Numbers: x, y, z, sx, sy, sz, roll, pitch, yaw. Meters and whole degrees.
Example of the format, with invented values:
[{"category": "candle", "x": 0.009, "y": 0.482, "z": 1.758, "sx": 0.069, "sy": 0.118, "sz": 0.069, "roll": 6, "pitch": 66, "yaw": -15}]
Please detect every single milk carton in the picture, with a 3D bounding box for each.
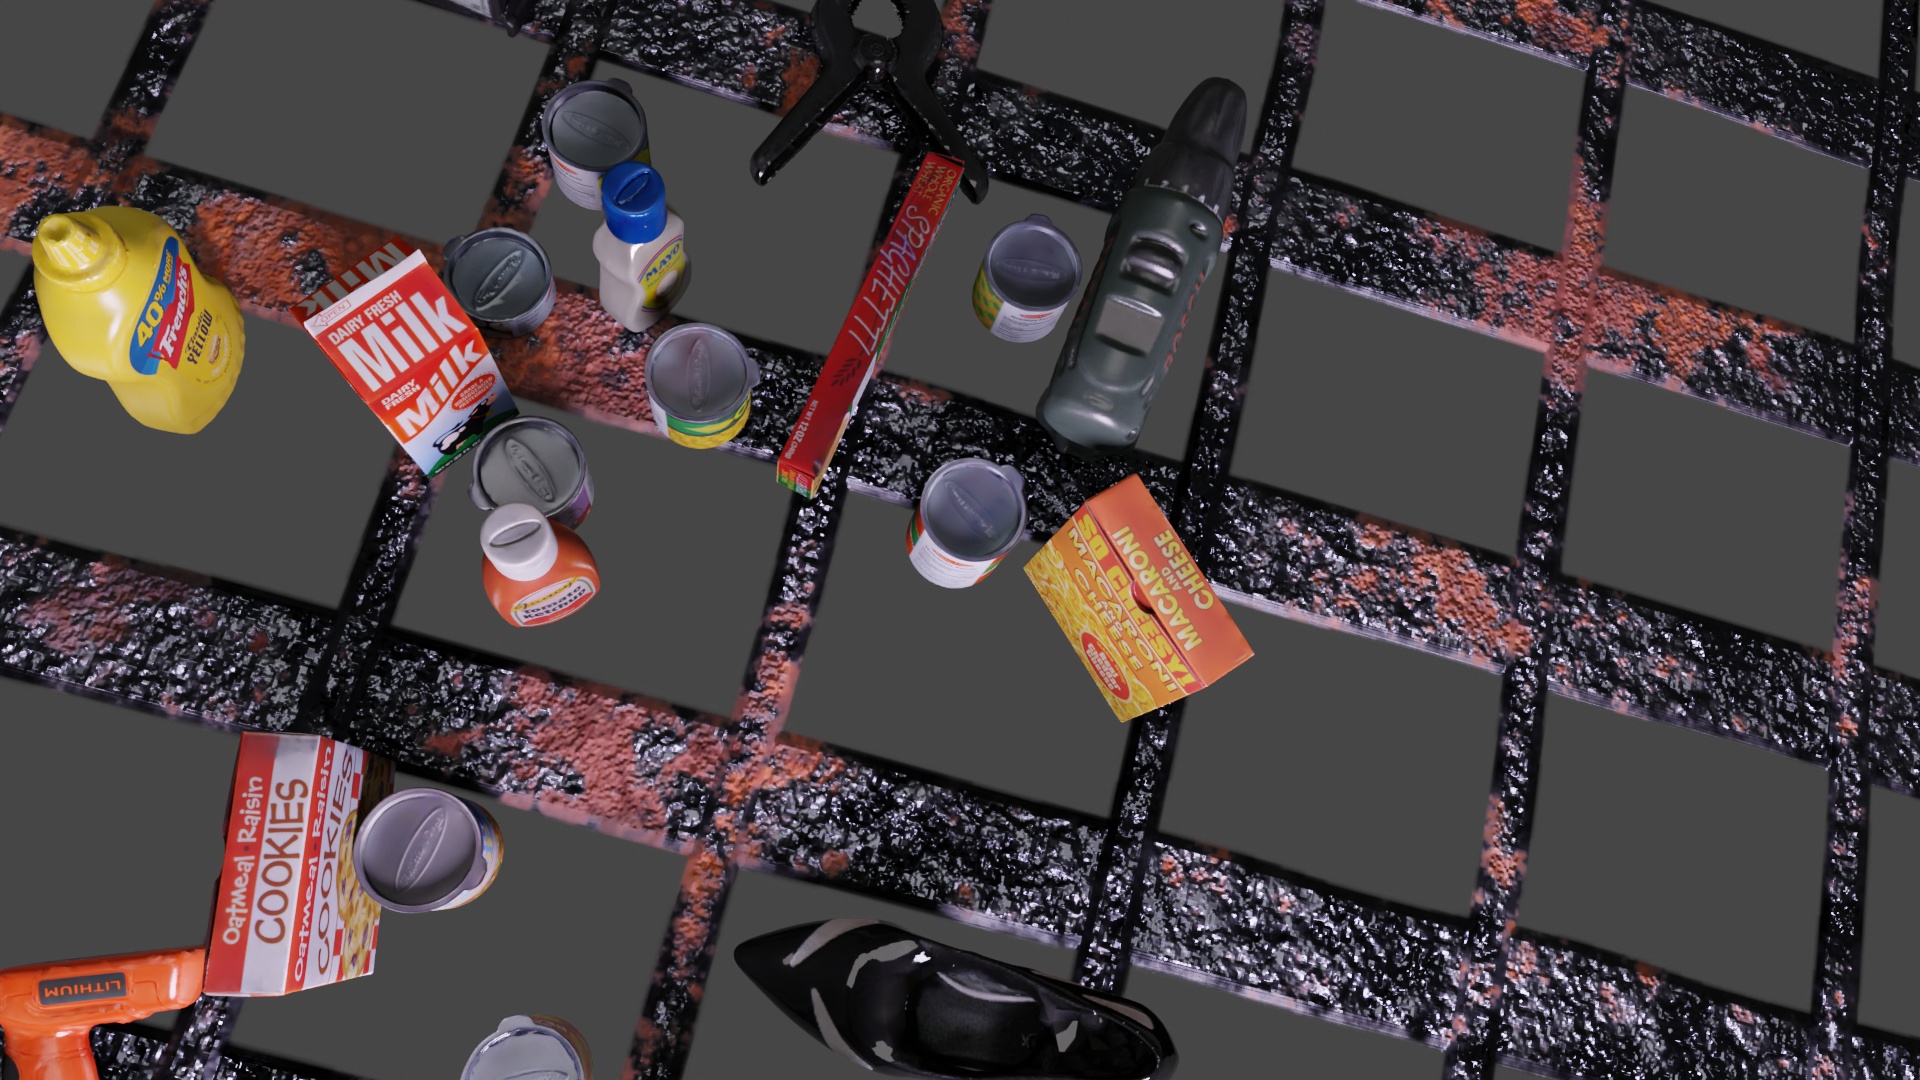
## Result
[{"category": "milk carton", "x": -0.319, "y": -0.108, "z": 0.800, "sx": 0.072, "sy": 0.190, "sz": 0.073, "roll": -40, "pitch": 85, "yaw": -16}]

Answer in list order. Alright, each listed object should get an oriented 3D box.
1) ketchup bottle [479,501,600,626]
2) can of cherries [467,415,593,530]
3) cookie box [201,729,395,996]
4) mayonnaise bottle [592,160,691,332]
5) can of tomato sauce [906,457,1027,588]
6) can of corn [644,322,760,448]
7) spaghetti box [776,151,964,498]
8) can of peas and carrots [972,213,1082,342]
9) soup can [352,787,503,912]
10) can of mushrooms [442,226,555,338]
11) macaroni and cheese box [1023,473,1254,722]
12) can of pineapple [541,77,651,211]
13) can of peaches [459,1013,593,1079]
[{"category": "ketchup bottle", "x": -0.247, "y": 0.013, "z": 0.802, "sx": 0.065, "sy": 0.148, "sz": 0.043, "roll": -25, "pitch": 82, "yaw": -14}, {"category": "can of cherries", "x": -0.265, "y": -0.036, "z": 0.859, "sx": 0.071, "sy": 0.058, "sz": 0.071, "roll": 2, "pitch": 76, "yaw": -9}, {"category": "cookie box", "x": -0.344, "y": 0.171, "z": 0.735, "sx": 0.040, "sy": 0.167, "sz": 0.123, "roll": 3, "pitch": 76, "yaw": -9}, {"category": "mayonnaise bottle", "x": -0.198, "y": -0.183, "z": 0.861, "sx": 0.041, "sy": 0.147, "sz": 0.065, "roll": 40, "pitch": 74, "yaw": 2}, {"category": "can of tomato sauce", "x": 0.003, "y": -0.011, "z": 0.884, "sx": 0.071, "sy": 0.083, "sz": 0.071, "roll": 2, "pitch": 76, "yaw": -9}, {"category": "can of corn", "x": -0.165, "y": -0.098, "z": 0.892, "sx": 0.071, "sy": 0.058, "sz": 0.071, "roll": 2, "pitch": 76, "yaw": -9}, {"category": "spaghetti box", "x": -0.059, "y": -0.147, "z": 0.926, "sx": 0.029, "sy": 0.050, "sz": 0.251, "roll": 24, "pitch": 73, "yaw": -3}, {"category": "can of peas and carrots", "x": 0.044, "y": -0.178, "z": 0.947, "sx": 0.071, "sy": 0.058, "sz": 0.071, "roll": 2, "pitch": 76, "yaw": -9}, {"category": "soup can", "x": -0.296, "y": 0.177, "z": 0.785, "sx": 0.071, "sy": 0.083, "sz": 0.071, "roll": 2, "pitch": 76, "yaw": -9}, {"category": "can of mushrooms", "x": -0.299, "y": -0.168, "z": 0.900, "sx": 0.071, "sy": 0.033, "sz": 0.071, "roll": 2, "pitch": 75, "yaw": -9}, {"category": "macaroni and cheese box", "x": 0.101, "y": 0.041, "z": 0.843, "sx": 0.040, "sy": 0.166, "sz": 0.124, "roll": -30, "pitch": 83, "yaw": -15}, {"category": "can of pineapple", "x": -0.239, "y": -0.262, "z": 0.922, "sx": 0.071, "sy": 0.057, "sz": 0.071, "roll": 2, "pitch": 76, "yaw": -9}, {"category": "can of peaches", "x": -0.241, "y": 0.299, "z": 0.776, "sx": 0.071, "sy": 0.058, "sz": 0.071, "roll": 2, "pitch": 76, "yaw": -9}]
